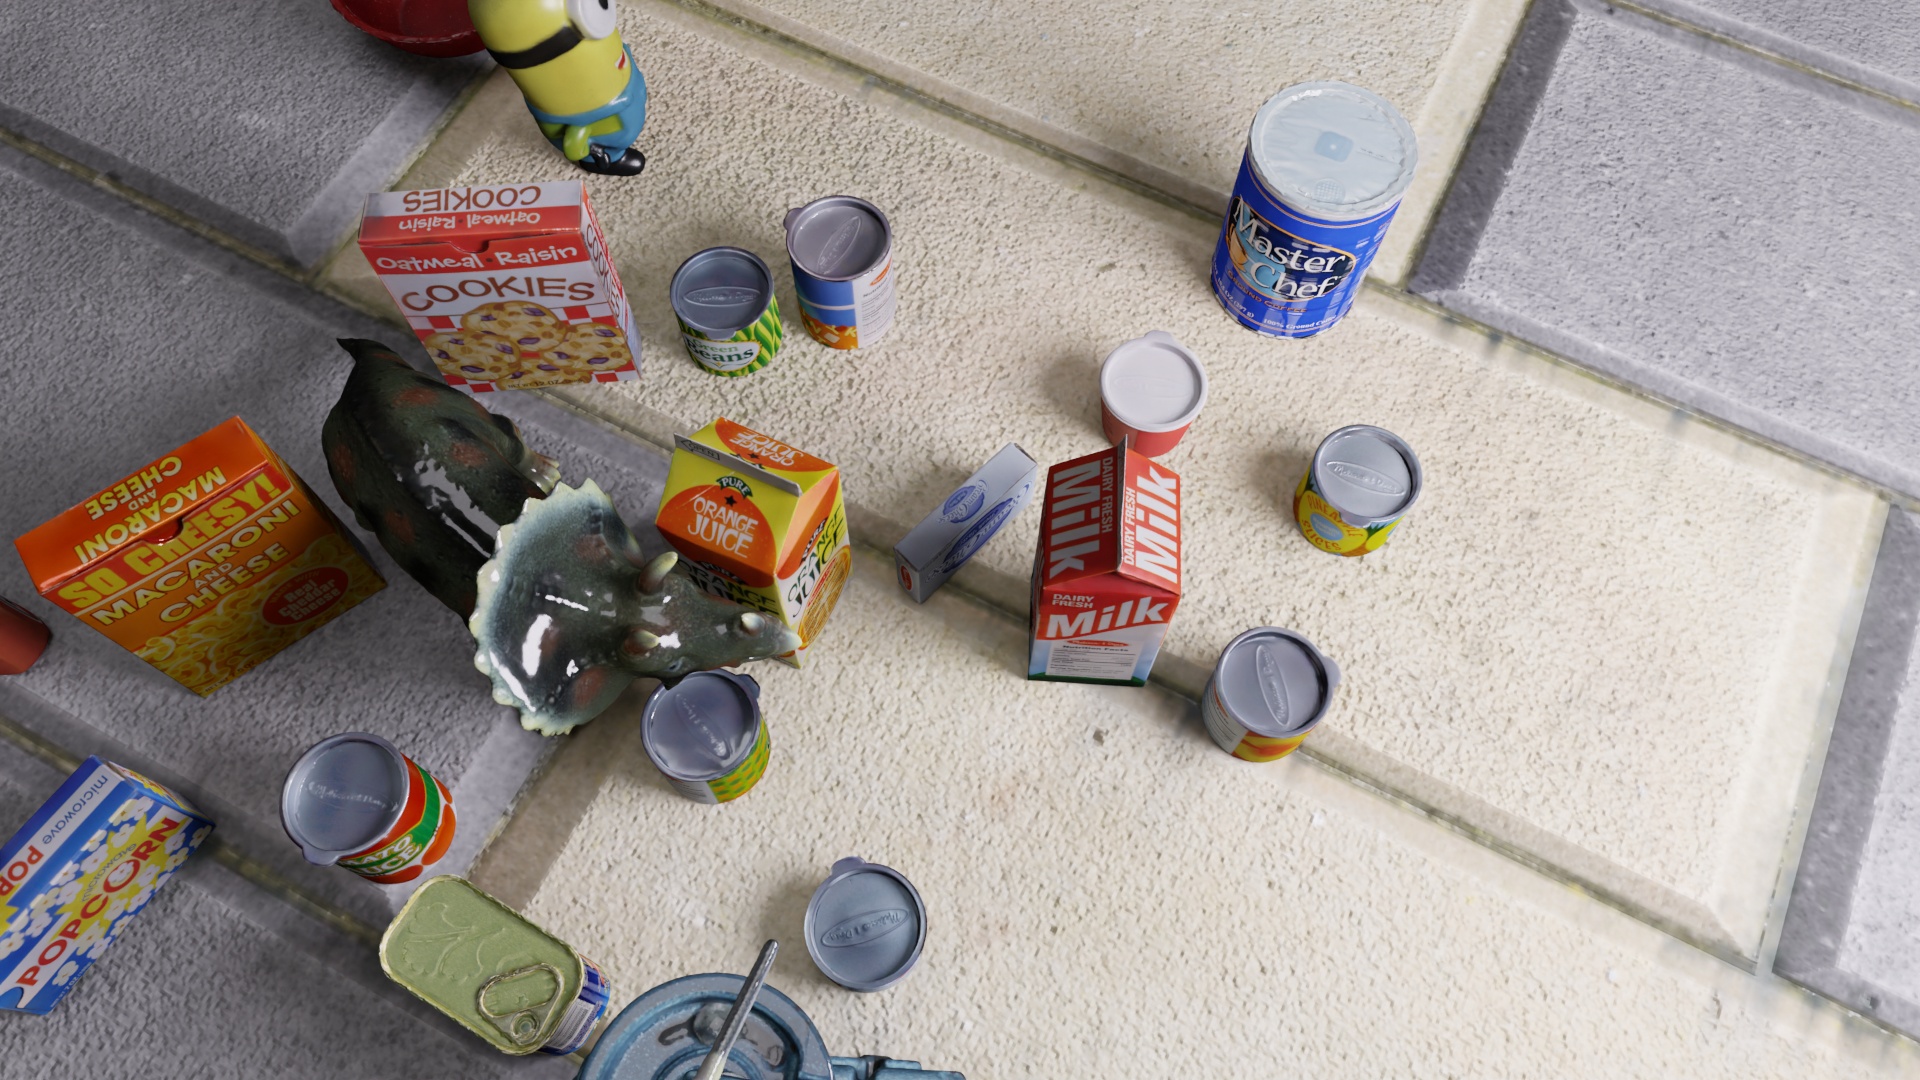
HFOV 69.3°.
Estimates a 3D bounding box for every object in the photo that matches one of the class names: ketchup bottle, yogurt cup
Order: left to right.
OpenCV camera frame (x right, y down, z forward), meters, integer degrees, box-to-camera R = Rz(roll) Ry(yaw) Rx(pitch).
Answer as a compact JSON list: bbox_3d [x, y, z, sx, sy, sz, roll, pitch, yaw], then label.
[{"bbox_3d":[-0.579,0.030,0.772,0.065,0.148,0.044,18,67,7],"label":"ketchup bottle"},{"bbox_3d":[0.120,-0.088,0.887,0.072,0.053,0.072,0,66,-1],"label":"yogurt cup"}]

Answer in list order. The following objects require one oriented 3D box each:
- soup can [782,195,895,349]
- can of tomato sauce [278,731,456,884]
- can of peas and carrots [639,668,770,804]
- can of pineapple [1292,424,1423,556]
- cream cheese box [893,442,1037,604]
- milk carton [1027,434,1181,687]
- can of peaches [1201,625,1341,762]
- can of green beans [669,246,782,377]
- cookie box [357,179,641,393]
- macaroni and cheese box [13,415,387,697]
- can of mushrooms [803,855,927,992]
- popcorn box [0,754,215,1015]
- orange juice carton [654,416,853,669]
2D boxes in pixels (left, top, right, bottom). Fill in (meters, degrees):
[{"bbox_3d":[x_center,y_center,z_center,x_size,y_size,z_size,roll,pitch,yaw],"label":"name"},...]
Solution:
[{"bbox_3d":[-0.079,-0.175,0.907,0.071,0.083,0.071,0,66,-1],"label":"soup can"},{"bbox_3d":[-0.320,0.150,0.758,0.071,0.082,0.071,0,66,-1],"label":"can of tomato sauce"},{"bbox_3d":[-0.142,0.110,0.791,0.071,0.058,0.071,0,66,-1],"label":"can of peas and carrots"},{"bbox_3d":[0.243,-0.029,0.860,0.071,0.057,0.071,0,66,-1],"label":"can of pineapple"},{"bbox_3d":[0.003,-0.011,0.851,0.024,0.053,0.104,42,72,16],"label":"cream cheese box"},{"bbox_3d":[0.078,0.016,0.765,0.073,0.189,0.072,3,66,1],"label":"milk carton"},{"bbox_3d":[0.179,0.090,0.805,0.071,0.057,0.071,0,66,-1],"label":"can of peaches"},{"bbox_3d":[-0.152,-0.148,0.908,0.071,0.057,0.071,0,66,-1],"label":"can of green beans"},{"bbox_3d":[-0.273,-0.149,0.847,0.123,0.166,0.040,-5,66,-3],"label":"cookie box"},{"bbox_3d":[-0.411,0.014,0.772,0.124,0.165,0.040,-35,71,-15],"label":"macaroni and cheese box"},{"bbox_3d":[-0.052,0.210,0.761,0.071,0.033,0.071,0,66,-1],"label":"can of mushrooms"},{"bbox_3d":[-0.474,0.184,0.739,0.038,0.085,0.127,31,69,12],"label":"popcorn box"},{"bbox_3d":[-0.111,-0.002,0.769,0.072,0.192,0.073,23,68,9],"label":"orange juice carton"}]
